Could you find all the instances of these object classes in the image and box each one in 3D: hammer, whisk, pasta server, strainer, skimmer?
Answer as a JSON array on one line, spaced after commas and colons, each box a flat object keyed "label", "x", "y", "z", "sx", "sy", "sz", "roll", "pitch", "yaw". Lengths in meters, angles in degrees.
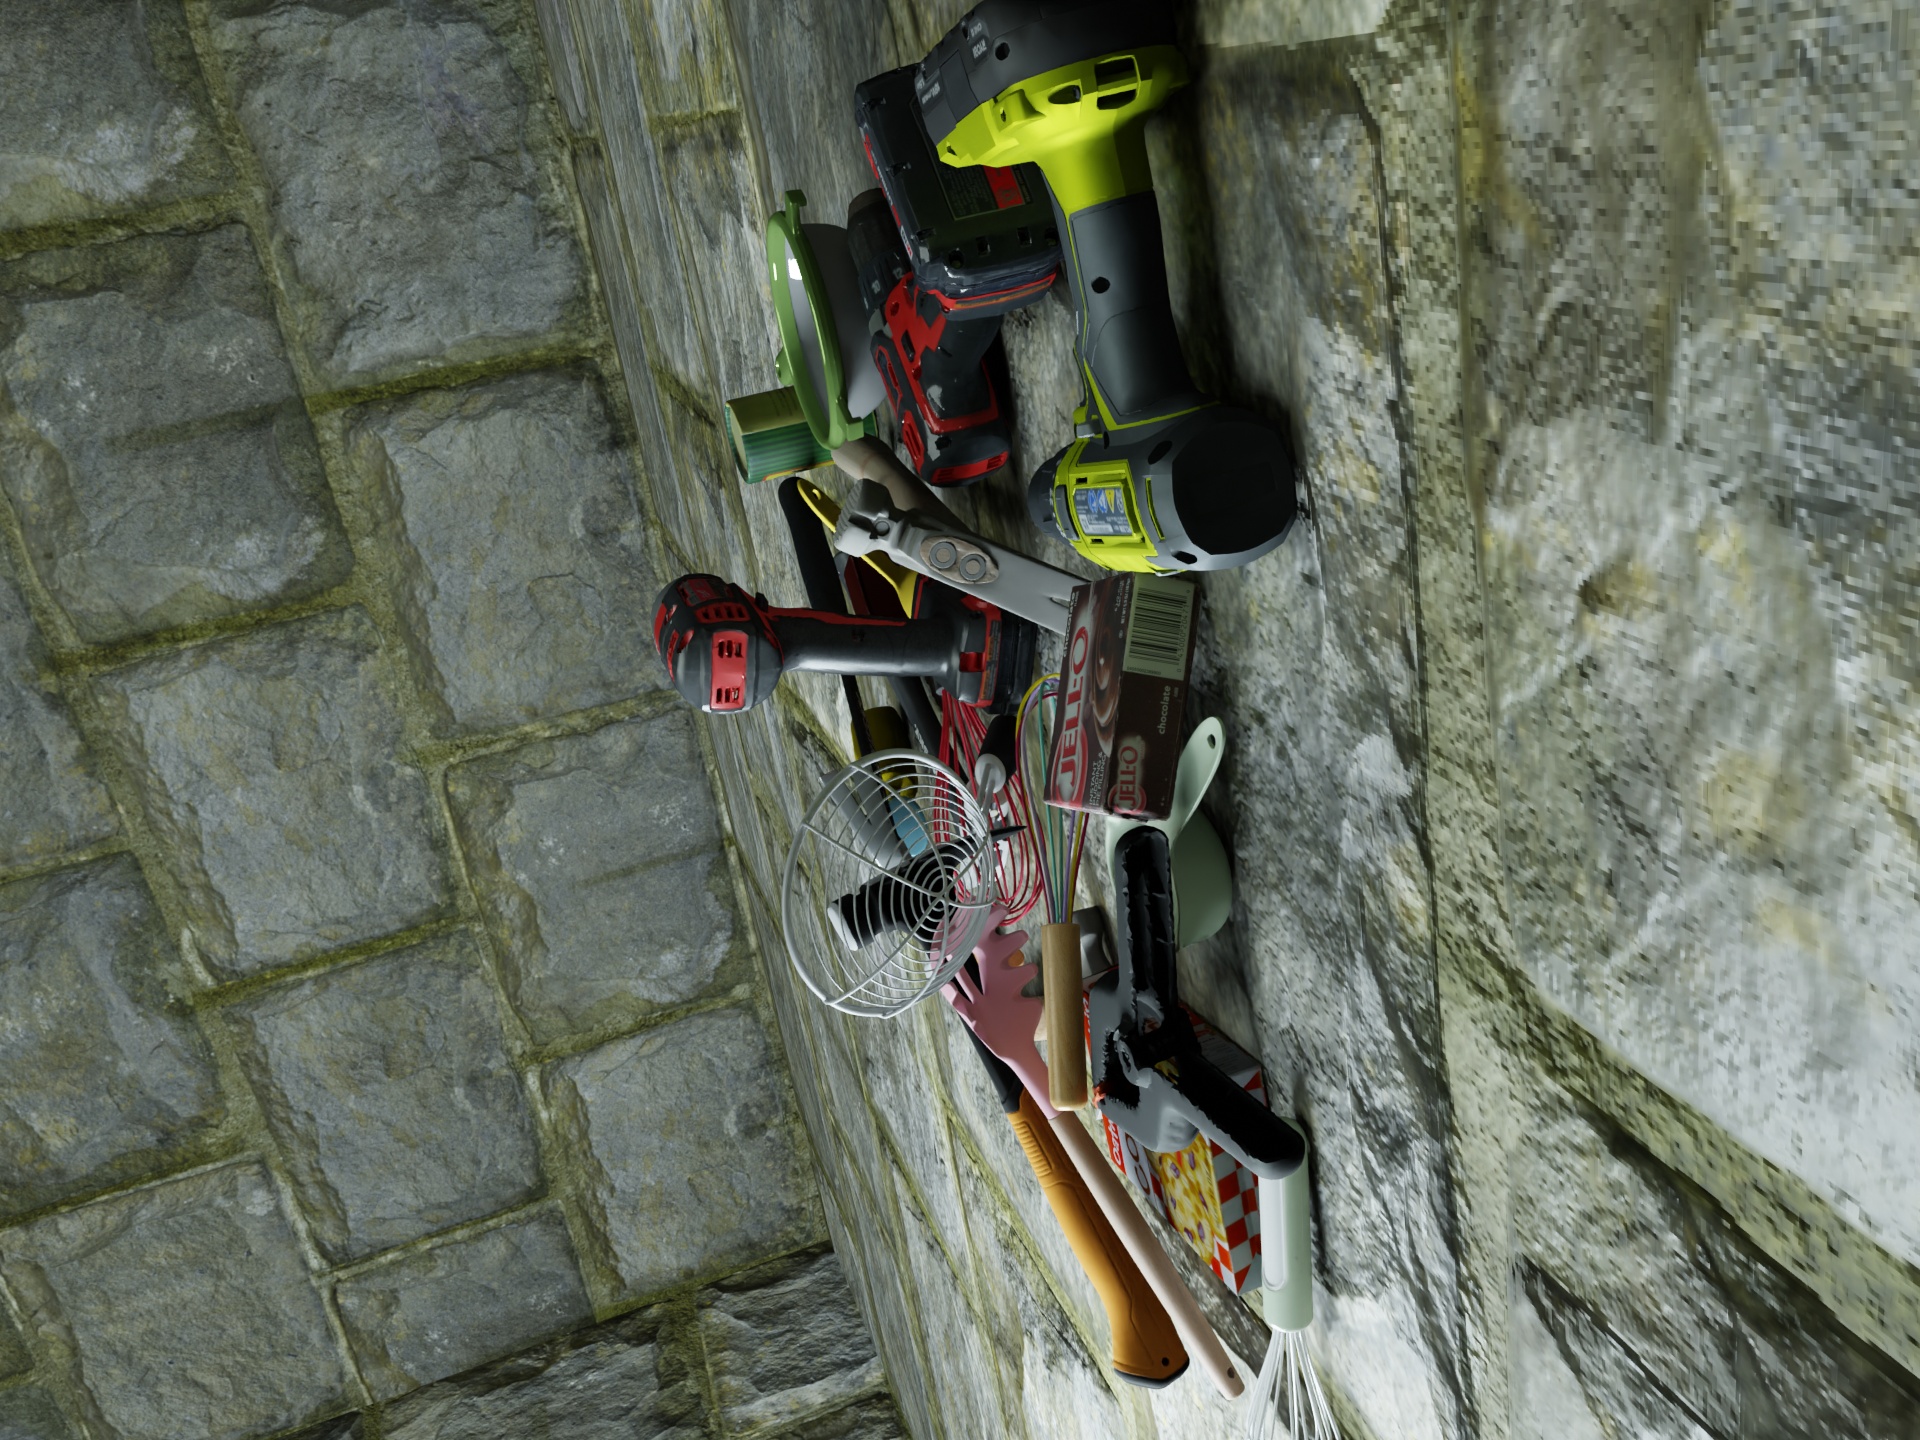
[{"label": "hammer", "x": -0.037, "y": -0.015, "z": 1.259, "sx": 0.146, "sy": 0.035, "sz": 0.335, "roll": 93, "pitch": 156, "yaw": -51}, {"label": "hammer", "x": 0.063, "y": 0.213, "z": 1.130, "sx": 0.331, "sy": 0.031, "sz": 0.130, "roll": 131, "pitch": 123, "yaw": -73}, {"label": "whisk", "x": 0.167, "y": 0.310, "z": 0.811, "sx": 0.058, "sy": 0.059, "sz": 0.246, "roll": 23, "pitch": 124, "yaw": 56}, {"label": "pasta server", "x": 0.074, "y": 0.242, "z": 0.893, "sx": 0.316, "sy": 0.060, "sz": 0.040, "roll": 58, "pitch": 144, "yaw": 2}, {"label": "strainer", "x": -0.083, "y": -0.257, "z": 1.067, "sx": 0.256, "sy": 0.069, "sz": 0.151, "roll": -160, "pitch": 55, "yaw": -78}, {"label": "whisk", "x": -0.002, "y": -0.003, "z": 1.088, "sx": 0.073, "sy": 0.073, "sz": 0.296, "roll": 116, "pitch": 142, "yaw": -69}, {"label": "whisk", "x": 0.058, "y": 0.092, "z": 0.889, "sx": 0.051, "sy": 0.047, "sz": 0.245, "roll": 74, "pitch": -166, "yaw": -78}, {"label": "hammer", "x": -0.083, "y": -0.042, "z": 1.100, "sx": 0.149, "sy": 0.036, "sz": 0.409, "roll": 62, "pitch": -173, "yaw": -45}, {"label": "hammer", "x": 0.051, "y": 0.229, "z": 0.933, "sx": 0.337, "sy": 0.127, "sz": 0.034, "roll": 63, "pitch": 163, "yaw": 2}, {"label": "hammer", "x": -0.037, "y": 0.128, "z": 1.323, "sx": 0.330, "sy": 0.033, "sz": 0.128, "roll": 87, "pitch": 164, "yaw": -71}, {"label": "hammer", "x": -0.023, "y": -0.133, "z": 0.989, "sx": 0.038, "sy": 0.146, "sz": 0.411, "roll": -66, "pitch": 15, "yaw": 12}, {"label": "skimmer", "x": -0.017, "y": 0.047, "z": 0.878, "sx": 0.363, "sy": 0.090, "sz": 0.127, "roll": -66, "pitch": -30, "yaw": -76}]

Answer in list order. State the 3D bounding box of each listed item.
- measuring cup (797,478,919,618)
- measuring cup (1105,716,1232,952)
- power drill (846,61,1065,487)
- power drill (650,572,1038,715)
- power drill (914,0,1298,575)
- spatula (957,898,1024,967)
[{"label": "measuring cup", "x": -0.045, "y": -0.111, "z": 1.032, "sx": 0.156, "sy": 0.029, "sz": 0.062, "roll": 41, "pitch": -143, "yaw": -35}, {"label": "measuring cup", "x": 0.113, "y": 0.048, "z": 0.762, "sx": 0.167, "sy": 0.038, "sz": 0.083, "roll": 105, "pitch": 146, "yaw": -51}, {"label": "power drill", "x": -0.015, "y": -0.251, "z": 0.849, "sx": 0.226, "sy": 0.080, "sz": 0.188, "roll": 108, "pitch": 144, "yaw": -71}, {"label": "power drill", "x": -0.074, "y": -0.054, "z": 0.957, "sx": 0.143, "sy": 0.219, "sz": 0.078, "roll": -134, "pitch": 45, "yaw": -61}, {"label": "power drill", "x": 0.053, "y": -0.173, "z": 0.667, "sx": 0.191, "sy": 0.080, "sz": 0.228, "roll": -158, "pitch": 51, "yaw": -72}, {"label": "spatula", "x": 0.019, "y": 0.159, "z": 1.123, "sx": 0.081, "sy": 0.041, "sz": 0.322, "roll": 55, "pitch": 170, "yaw": 1}]
